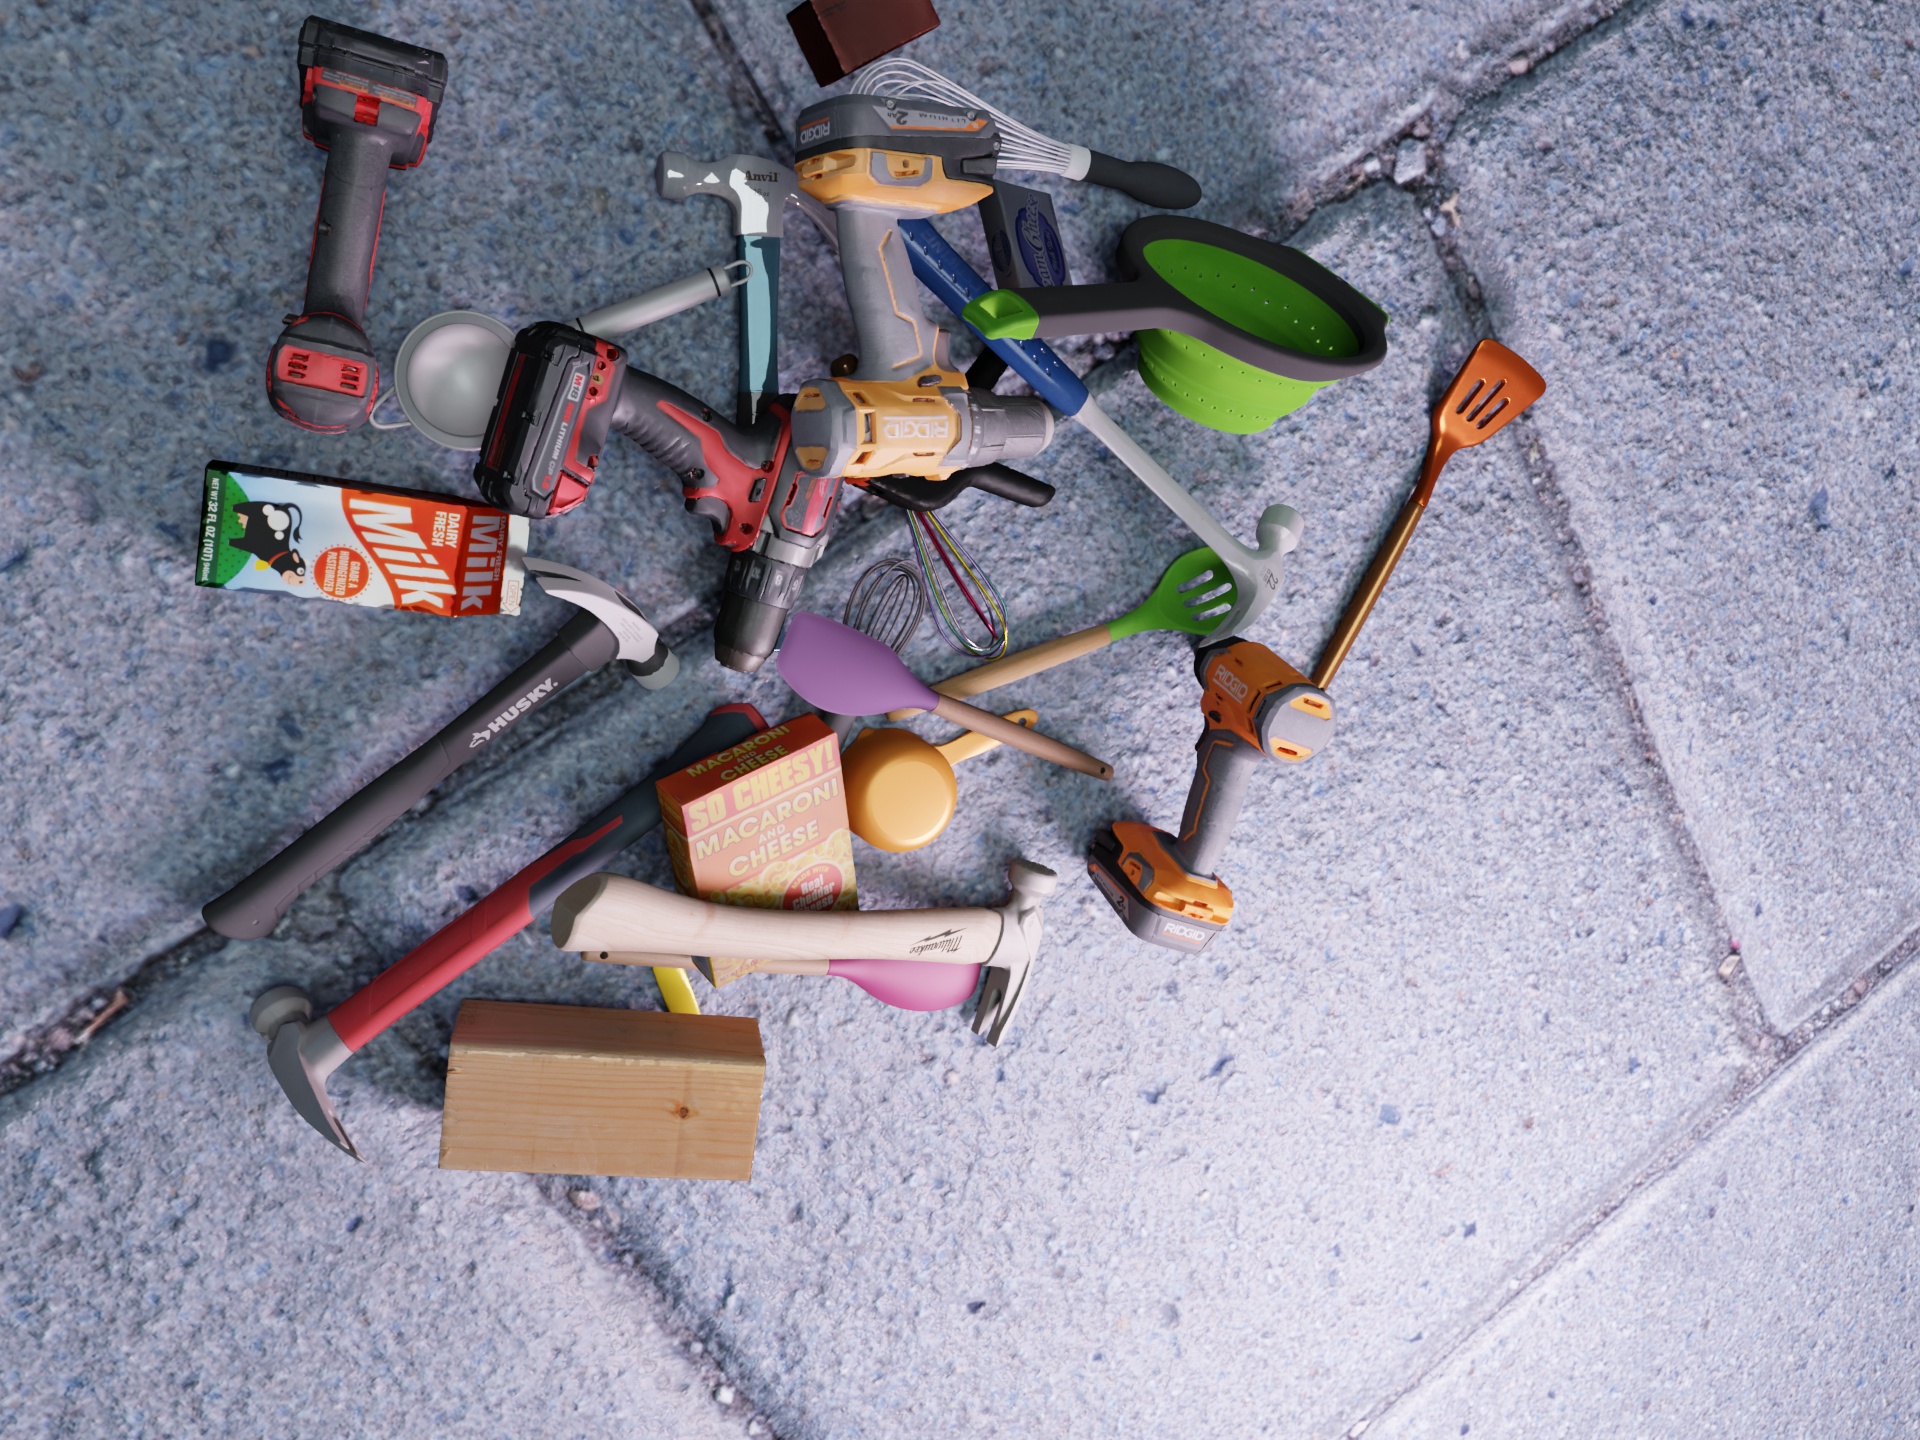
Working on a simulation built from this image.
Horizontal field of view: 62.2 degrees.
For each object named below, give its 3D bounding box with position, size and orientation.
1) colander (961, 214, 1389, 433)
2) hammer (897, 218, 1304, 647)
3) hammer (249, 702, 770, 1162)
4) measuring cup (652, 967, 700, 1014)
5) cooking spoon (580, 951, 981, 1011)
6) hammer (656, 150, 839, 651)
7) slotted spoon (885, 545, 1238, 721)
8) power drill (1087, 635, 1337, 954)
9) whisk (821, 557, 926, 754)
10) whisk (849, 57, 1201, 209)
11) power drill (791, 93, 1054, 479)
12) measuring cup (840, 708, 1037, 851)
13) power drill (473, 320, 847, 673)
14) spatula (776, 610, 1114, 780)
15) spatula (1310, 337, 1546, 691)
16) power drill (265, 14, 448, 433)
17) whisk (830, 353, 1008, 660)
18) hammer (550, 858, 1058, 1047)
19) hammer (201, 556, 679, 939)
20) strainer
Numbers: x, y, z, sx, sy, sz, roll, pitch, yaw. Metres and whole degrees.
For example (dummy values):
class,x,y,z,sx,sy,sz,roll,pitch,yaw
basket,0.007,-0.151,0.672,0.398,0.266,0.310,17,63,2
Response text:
class,x,y,z,sx,sy,sz,roll,pitch,yaw
colander,0.137,-0.255,1.091,0.397,0.205,0.094,-17,143,-42
hammer,0.091,-0.215,1.135,0.405,0.035,0.144,40,57,-21
hammer,-0.277,0.122,1.058,0.386,0.143,0.038,-38,141,-15
measuring cup,-0.192,0.233,1.163,0.062,0.029,0.156,-23,110,-16
cooking spoon,-0.124,0.181,1.182,0.318,0.017,0.068,8,99,-27
hammer,-0.139,-0.210,1.083,0.128,0.033,0.331,-3,103,-20
slotted spoon,0.087,-0.060,1.210,0.313,0.031,0.070,-21,76,-13
power drill,0.185,0.045,1.219,0.084,0.164,0.226,18,107,-25
whisk,-0.086,-0.007,1.144,0.055,0.055,0.239,21,98,-25
whisk,0.051,-0.397,1.106,0.284,0.070,0.070,4,101,-28
power drill,-0.019,-0.267,1.014,0.185,0.084,0.226,-7,101,-34
measuring cup,-0.009,0.036,1.180,0.173,0.052,0.095,-25,110,-14
power drill,-0.186,-0.139,1.014,0.226,0.080,0.188,15,98,-33
spatula,-0.002,-0.004,1.154,0.315,0.018,0.060,21,90,-37
spatula,0.366,-0.154,1.296,0.081,0.041,0.322,27,92,-26
power drill,-0.358,-0.276,0.926,0.078,0.143,0.219,9,92,-22
whisk,-0.026,-0.149,1.138,0.051,0.047,0.244,-31,108,-12
hammer,-0.098,0.158,1.113,0.410,0.038,0.146,9,101,-42
hammer,-0.346,0.026,1.027,0.335,0.035,0.146,-38,148,-4
strainer,-0.251,-0.241,1.011,0.258,0.050,0.086,-24,115,-9
